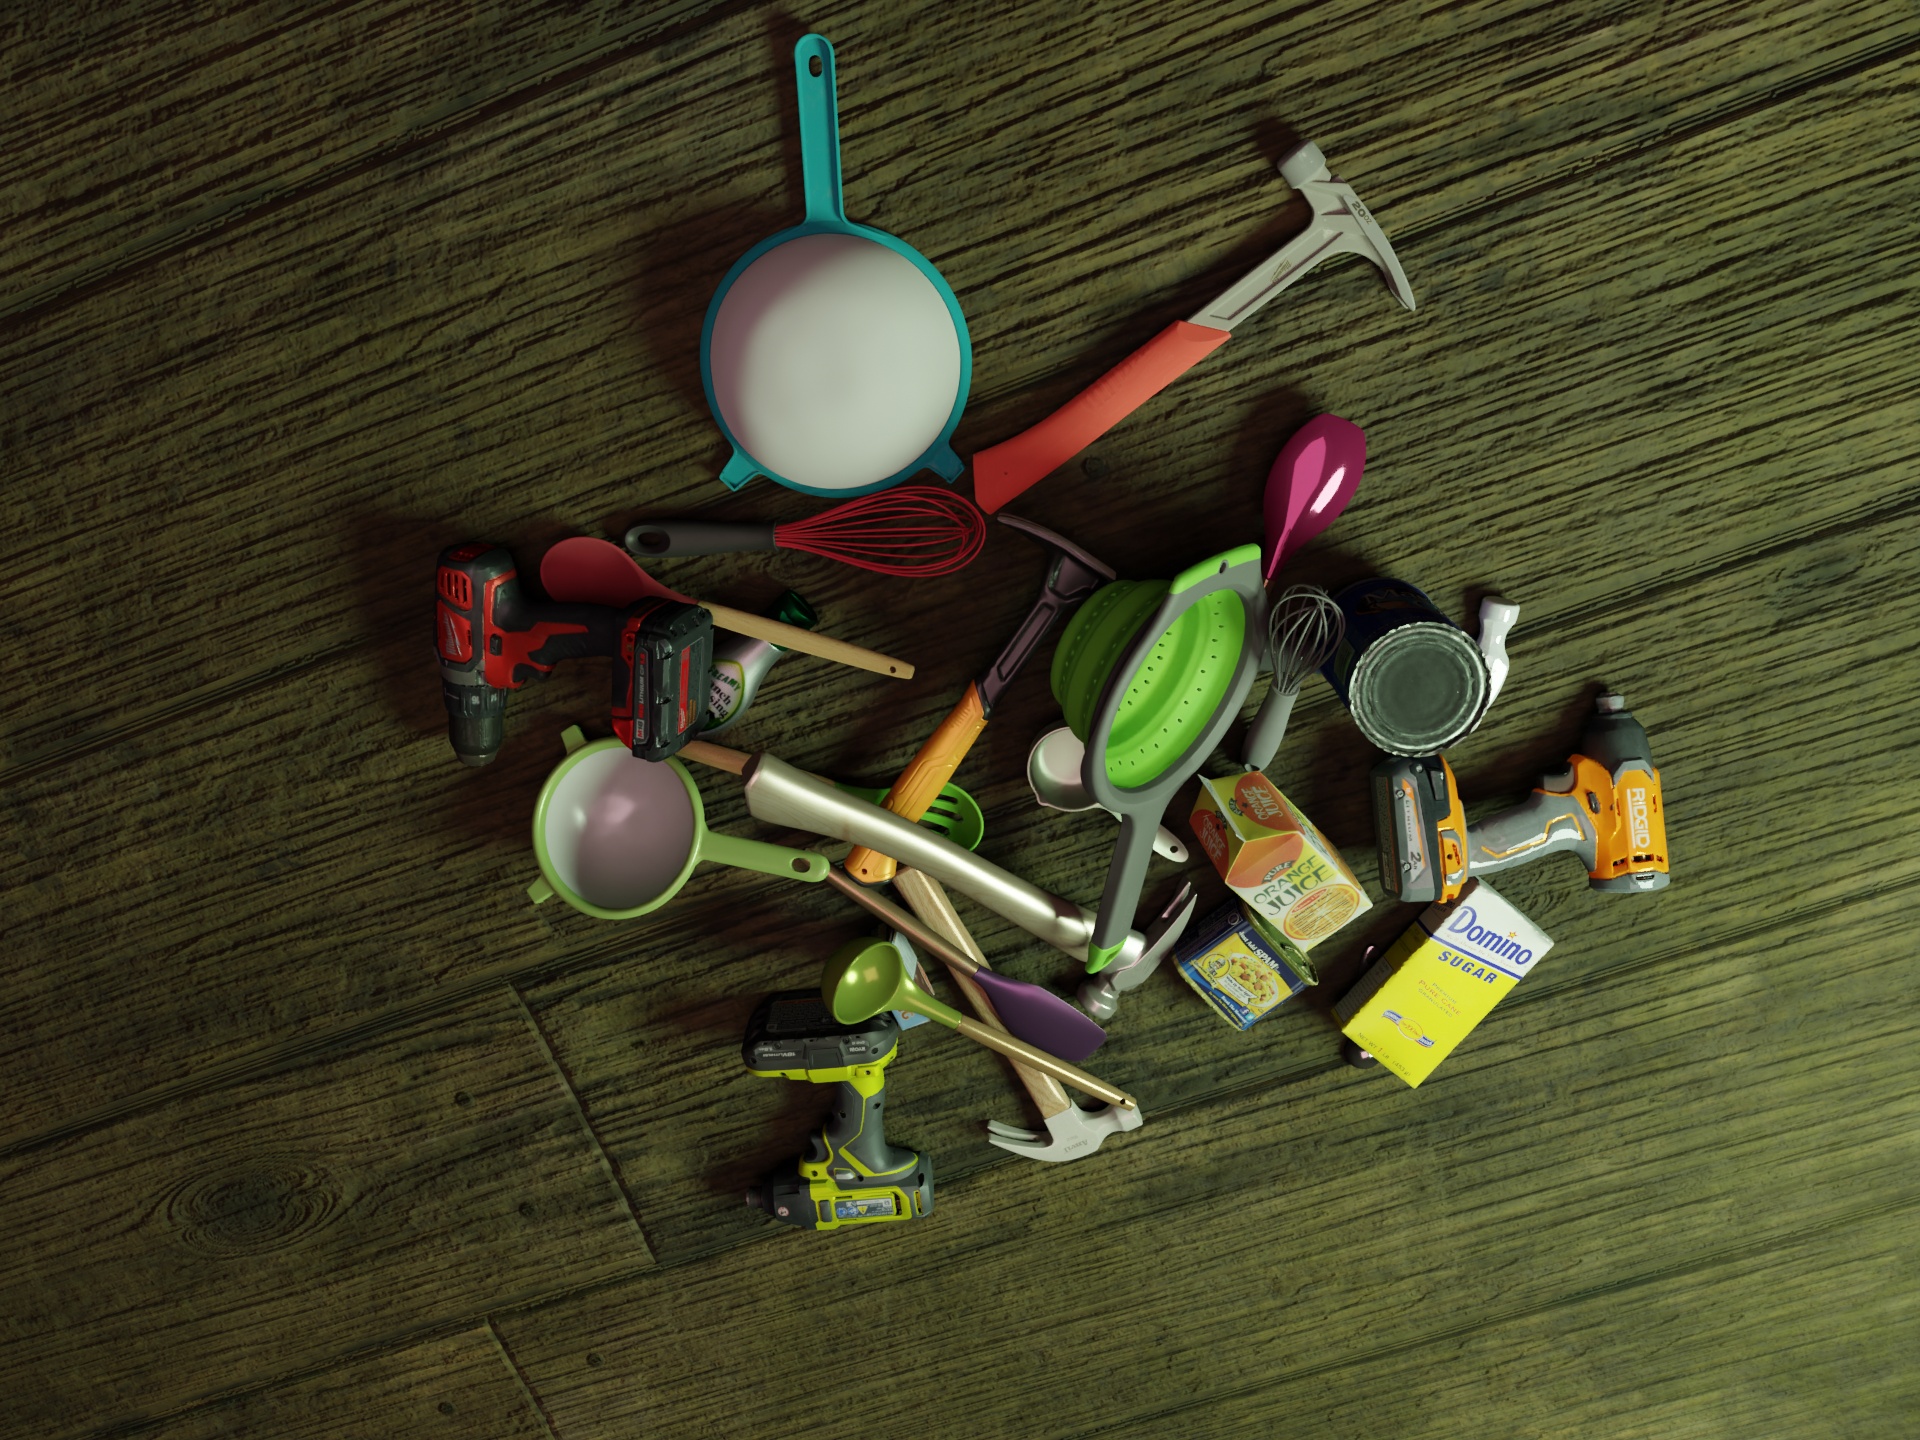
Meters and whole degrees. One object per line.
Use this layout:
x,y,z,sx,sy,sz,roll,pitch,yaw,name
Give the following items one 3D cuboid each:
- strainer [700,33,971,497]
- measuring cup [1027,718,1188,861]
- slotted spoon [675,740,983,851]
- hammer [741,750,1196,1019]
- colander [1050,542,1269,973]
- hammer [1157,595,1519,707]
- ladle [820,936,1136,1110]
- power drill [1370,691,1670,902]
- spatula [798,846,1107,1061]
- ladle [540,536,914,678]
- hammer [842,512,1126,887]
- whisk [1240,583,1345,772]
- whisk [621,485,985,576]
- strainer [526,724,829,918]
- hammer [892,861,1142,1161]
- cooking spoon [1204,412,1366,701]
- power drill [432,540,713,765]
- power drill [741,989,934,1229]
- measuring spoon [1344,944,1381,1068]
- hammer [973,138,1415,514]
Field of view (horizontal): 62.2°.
-0.100,-0.323,1.172,0.211,0.095,0.340,-2,111,2,strainer
0.127,0.062,1.339,0.167,0.038,0.083,39,106,-14,measuring cup
-0.132,0.050,1.346,0.313,0.031,0.070,16,110,-2,slotted spoon
0.007,0.117,1.308,0.410,0.038,0.146,28,108,-25,hammer
0.122,0.028,1.244,0.095,0.204,0.396,34,129,31,colander
0.277,-0.055,1.294,0.331,0.033,0.128,7,109,-1,hammer
0.022,0.273,1.362,0.320,0.062,0.078,29,92,-17,ladle
0.459,0.065,1.303,0.226,0.084,0.164,-5,90,-1,power drill
-0.010,0.203,1.370,0.315,0.018,0.059,36,117,-11,spatula
-0.185,-0.082,1.264,0.315,0.031,0.069,17,116,10,ladle
-0.002,-0.004,1.290,0.127,0.034,0.337,33,106,-7,hammer
0.250,-0.026,1.243,0.055,0.055,0.238,5,146,-1,whisk
-0.126,-0.147,1.260,0.296,0.073,0.073,0,110,9,whisk
-0.226,0.100,1.325,0.256,0.069,0.151,10,86,11,strainer
0.030,0.260,1.416,0.130,0.031,0.331,-28,107,10,hammer
0.231,-0.090,1.256,0.068,0.017,0.318,21,108,-9,cooking spoon
-0.318,-0.032,1.269,0.227,0.080,0.187,14,115,14,power drill
-0.121,0.358,1.434,0.171,0.080,0.223,-5,113,3,power drill
0.363,0.257,1.413,0.034,0.018,0.124,0,109,2,measuring spoon
0.161,-0.270,1.217,0.359,0.037,0.149,-36,105,13,hammer
